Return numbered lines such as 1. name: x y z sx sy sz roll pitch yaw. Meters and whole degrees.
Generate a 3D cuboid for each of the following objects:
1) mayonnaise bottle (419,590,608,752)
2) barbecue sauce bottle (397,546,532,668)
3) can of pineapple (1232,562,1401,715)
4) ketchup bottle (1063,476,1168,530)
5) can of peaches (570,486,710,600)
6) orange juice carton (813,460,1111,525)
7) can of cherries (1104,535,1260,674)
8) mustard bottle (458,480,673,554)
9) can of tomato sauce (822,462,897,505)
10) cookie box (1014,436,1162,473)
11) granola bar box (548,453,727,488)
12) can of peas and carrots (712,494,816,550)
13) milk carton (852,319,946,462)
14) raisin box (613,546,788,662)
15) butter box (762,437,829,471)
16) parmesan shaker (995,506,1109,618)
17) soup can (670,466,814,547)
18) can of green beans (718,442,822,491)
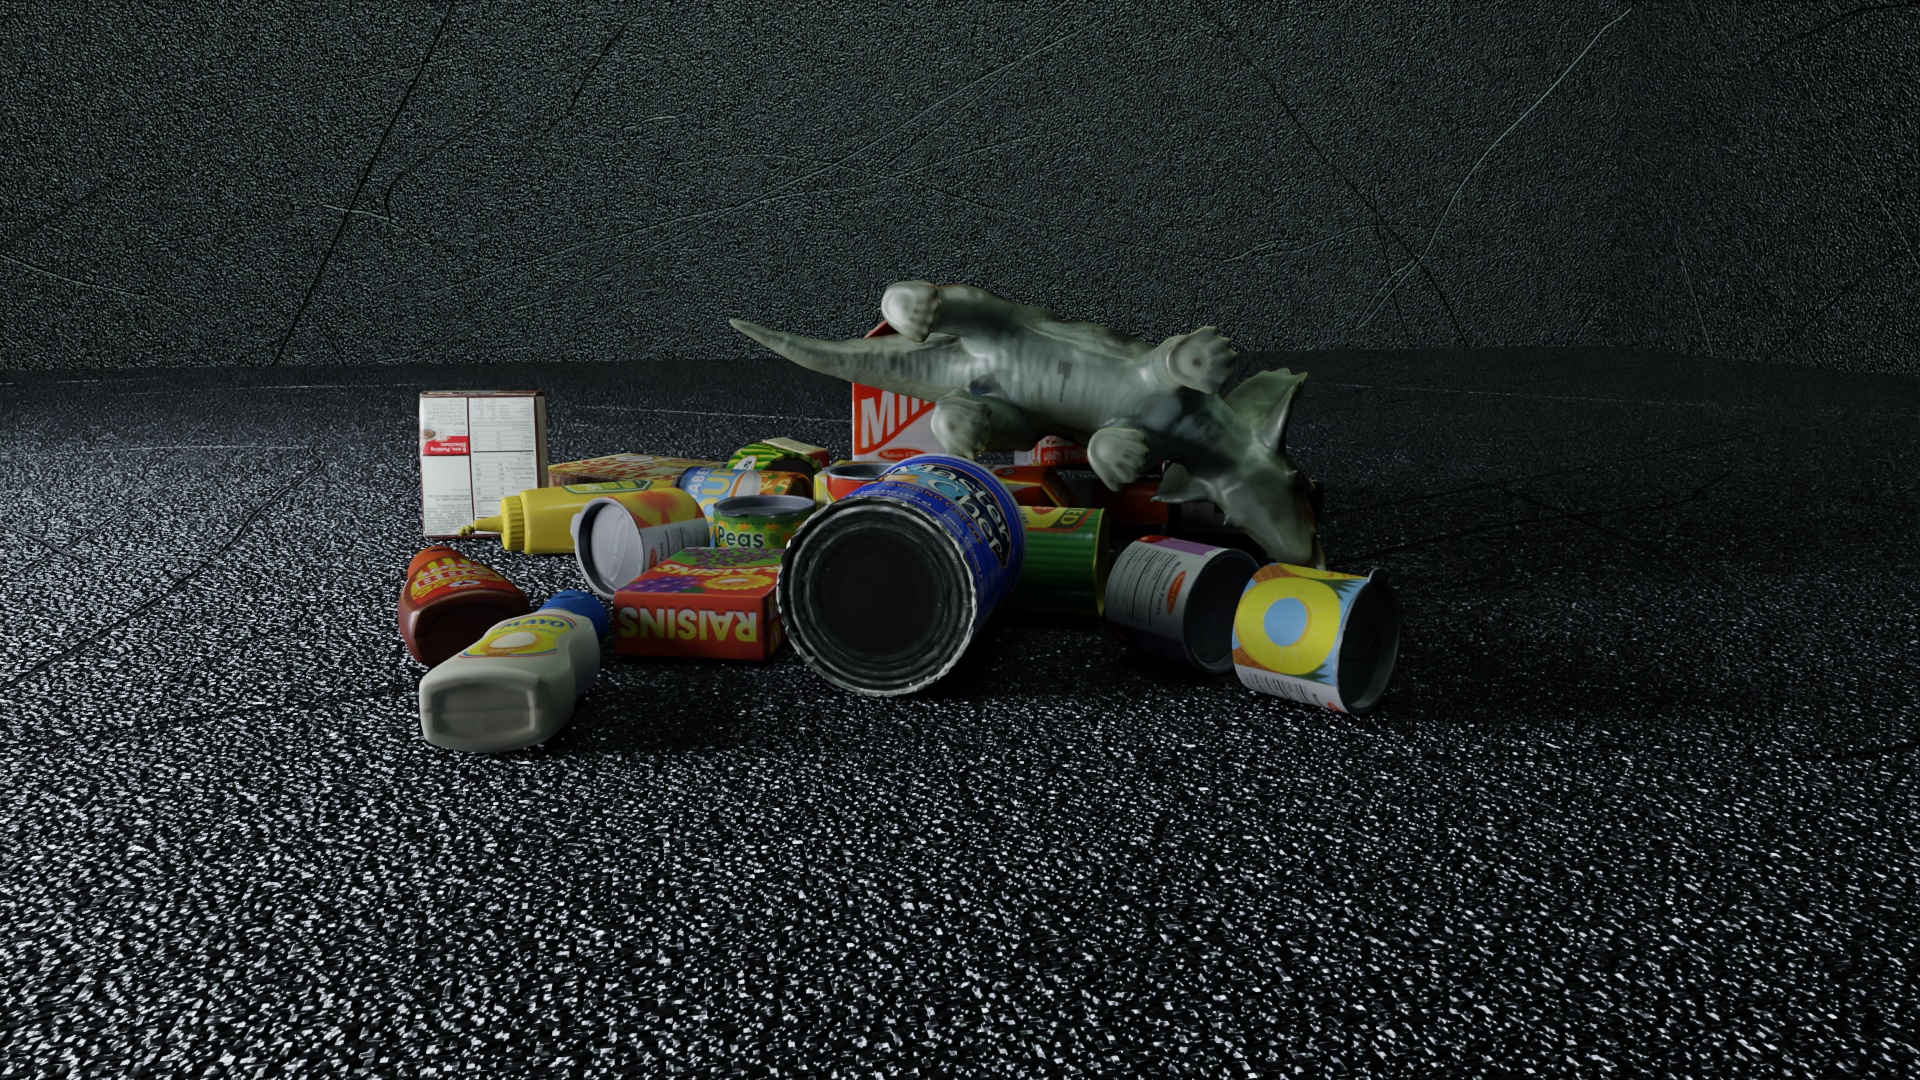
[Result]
1. mayonnaise bottle: -0.207 0.059 0.673 0.065 0.041 0.148 -2 12 0
2. barbecue sauce bottle: -0.286 0.034 0.786 0.065 0.043 0.148 -7 13 -26
3. can of pineapple: 0.174 0.045 0.674 0.058 0.071 0.071 10 15 41
4. ketchup bottle: 0.143 -0.029 1.094 0.149 0.043 0.065 2 7 11
5. can of peaches: -0.205 0.000 0.891 0.071 0.071 0.058 9 14 36
6. orange juice carton: 0.003 -0.012 0.936 0.193 0.073 0.072 2 12 8
7. can of cherries: 0.121 0.034 0.742 0.072 0.071 0.058 -10 14 -40
8. mustard bottle: -0.282 -0.016 1.014 0.161 0.048 0.065 -5 11 -25
9. can of tomato sauce: -0.053 -0.004 0.871 0.071 0.083 0.071 0 11 0
10. cookie box: 0.131 -0.074 1.125 0.123 0.040 0.167 2 1 -19
11. granola bar box: -0.257 -0.042 1.162 0.165 0.039 0.124 7 13 29
12. can of peas and carrots: -0.126 0.005 0.891 0.071 0.058 0.071 0 12 0
13. milk carton: -0.041 -0.088 1.013 0.073 0.190 0.072 0 11 -1
14. raisin box: -0.137 0.035 0.796 0.086 0.040 0.123 2 11 6
15. butter box: -0.142 -0.058 1.206 0.024 0.053 0.103 -9 14 -28
16. parmesan shaker: 0.035 0.012 0.838 0.103 0.071 0.071 2 12 12
17. soup can: -0.153 -0.019 0.977 0.084 0.071 0.071 3 12 15
18. can of green beans: -0.147 -0.041 1.092 0.071 0.071 0.058 -7 14 -33
